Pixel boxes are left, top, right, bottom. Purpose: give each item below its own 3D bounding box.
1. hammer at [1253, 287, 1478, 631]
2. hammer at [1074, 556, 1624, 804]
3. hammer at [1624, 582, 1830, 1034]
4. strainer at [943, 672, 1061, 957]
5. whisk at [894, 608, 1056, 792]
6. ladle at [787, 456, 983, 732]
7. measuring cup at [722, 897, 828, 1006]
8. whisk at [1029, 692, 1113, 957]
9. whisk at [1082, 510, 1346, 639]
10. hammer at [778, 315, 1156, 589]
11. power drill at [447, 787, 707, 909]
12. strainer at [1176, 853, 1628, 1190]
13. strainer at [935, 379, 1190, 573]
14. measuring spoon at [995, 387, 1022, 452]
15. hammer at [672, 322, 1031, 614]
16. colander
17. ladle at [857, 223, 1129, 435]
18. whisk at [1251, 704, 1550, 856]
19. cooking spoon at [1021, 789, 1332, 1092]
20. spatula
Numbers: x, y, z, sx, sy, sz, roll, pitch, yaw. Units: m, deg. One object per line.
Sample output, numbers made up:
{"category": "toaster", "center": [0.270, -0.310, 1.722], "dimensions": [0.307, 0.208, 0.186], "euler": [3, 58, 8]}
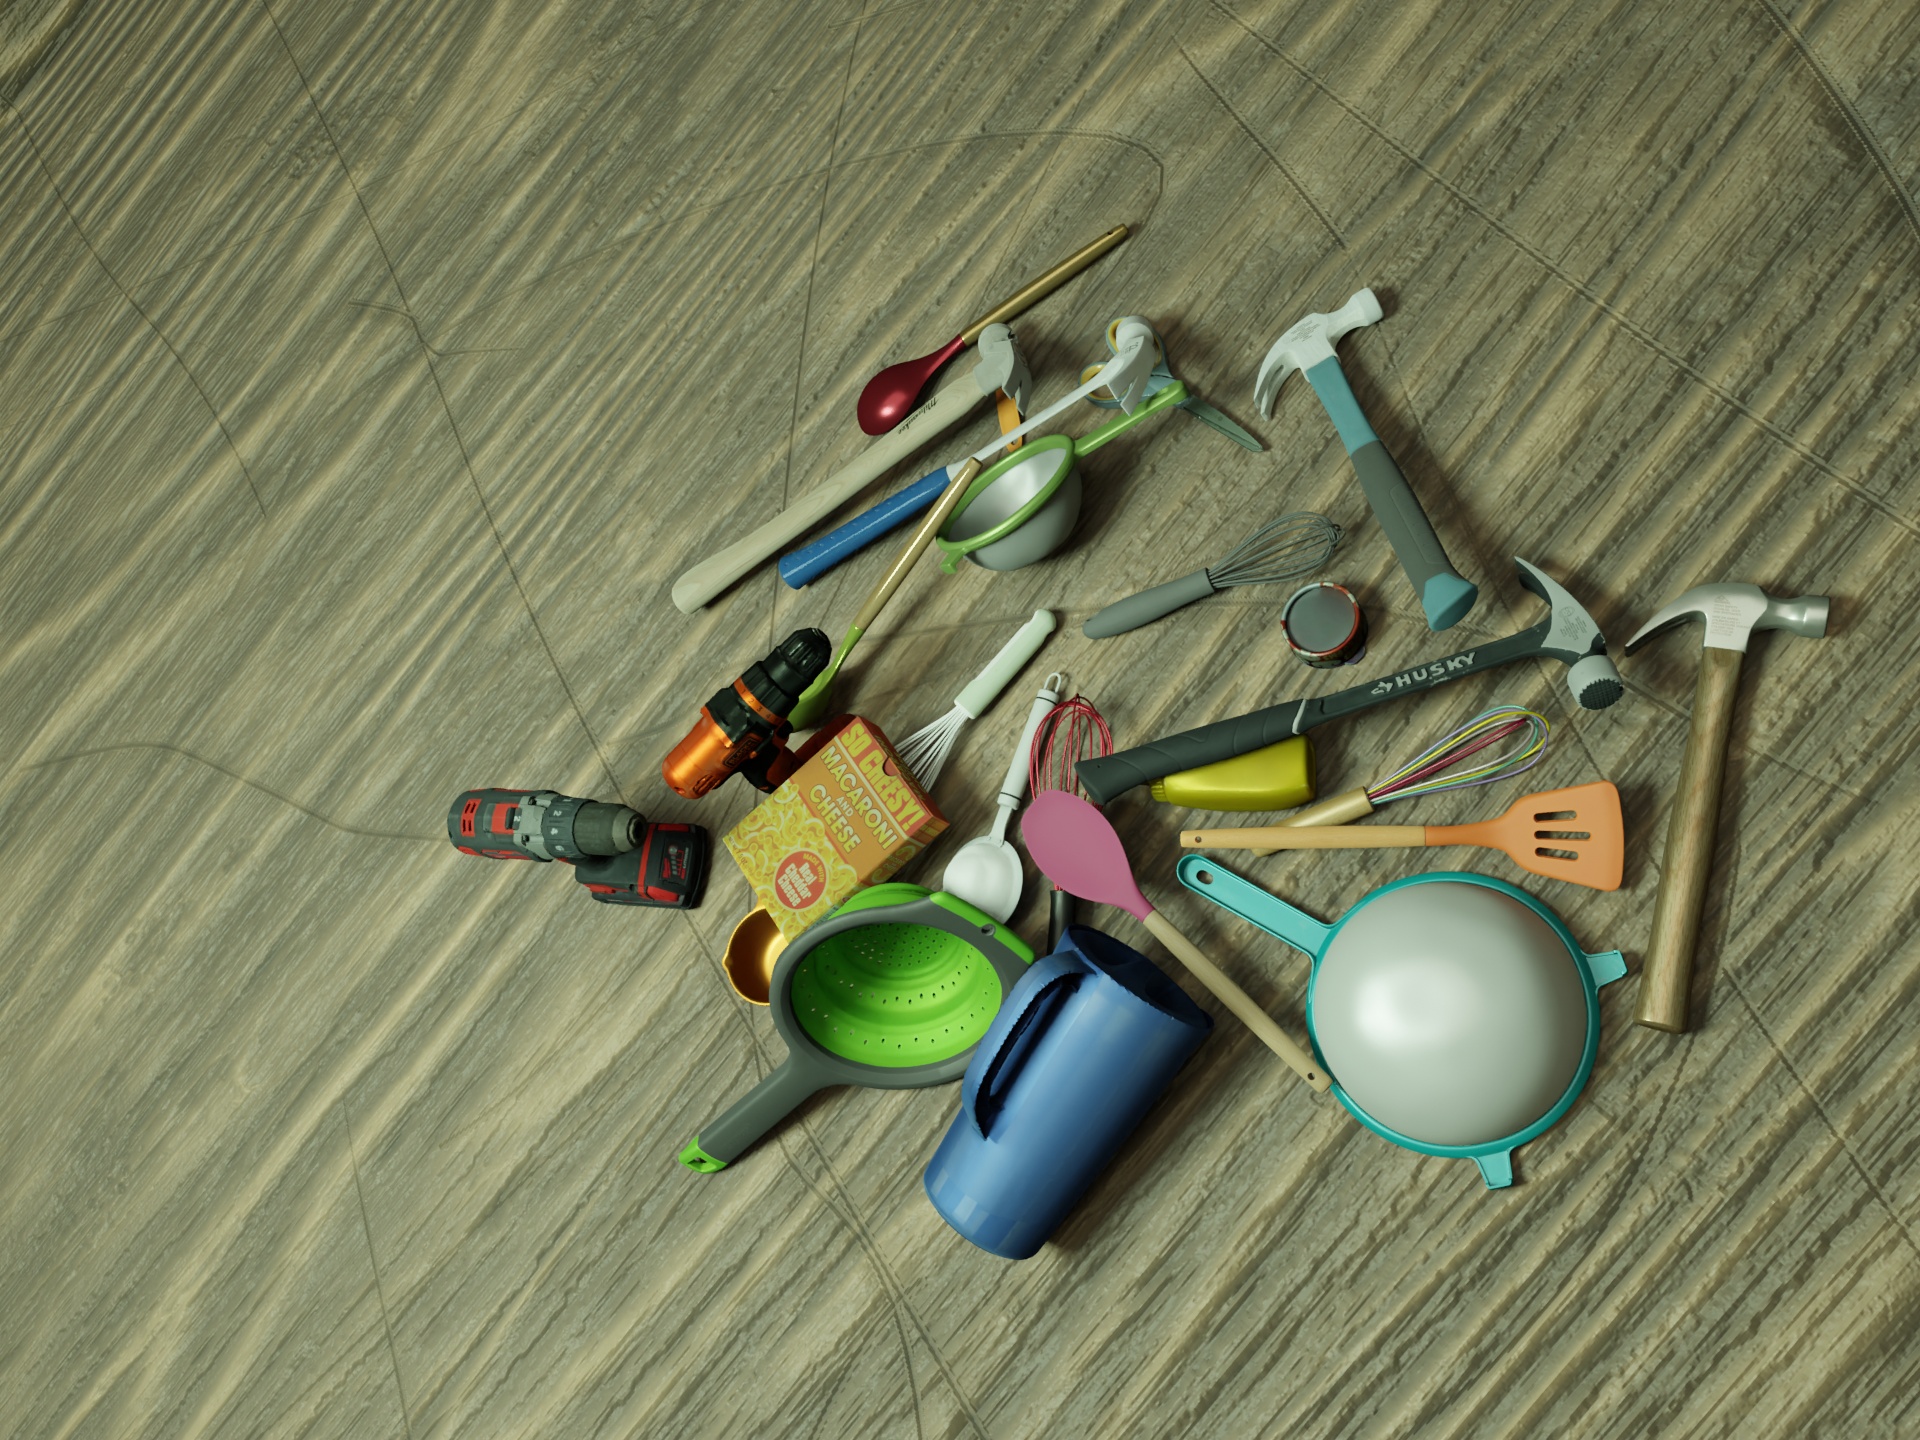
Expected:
{"category": "hammer", "center": [0.335, -0.209, 1.288], "dimensions": [0.128, 0.033, 0.331], "euler": [-28, 54, 16]}
{"category": "hammer", "center": [0.283, -0.014, 1.233], "dimensions": [0.409, 0.036, 0.149], "euler": [-18, 44, 14]}
{"category": "hammer", "center": [0.528, 0.058, 1.145], "dimensions": [0.130, 0.031, 0.331], "euler": [10, 79, 27]}
{"category": "strainer", "center": [0.037, 0.076, 1.367], "dimensions": [0.087, 0.050, 0.258], "euler": [11, 75, 42]}
{"category": "whisk", "center": [-0.002, -0.004, 1.406], "dimensions": [0.059, 0.058, 0.246], "euler": [42, 90, -6]}
{"category": "ladle", "center": [-0.086, -0.112, 1.425], "dimensions": [0.062, 0.078, 0.320], "euler": [33, 111, -12]}
{"category": "measuring cup", "center": [-0.160, 0.171, 1.421], "dimensions": [0.095, 0.052, 0.174], "euler": [-13, 67, 21]}
{"category": "whisk", "center": [0.087, 0.123, 1.318], "dimensions": [0.073, 0.073, 0.296], "euler": [0, 79, 25]}
{"category": "whisk", "center": [0.210, -0.116, 1.341], "dimensions": [0.239, 0.055, 0.055], "euler": [-22, 66, 22]}
{"category": "hammer", "center": [-0.001, -0.227, 1.441], "dimensions": [0.405, 0.035, 0.144], "euler": [-29, 25, 23]}
{"category": "power drill", "center": [-0.314, 0.110, 1.410], "dimensions": [0.188, 0.226, 0.080], "euler": [0, 75, 26]}
{"category": "strainer", "center": [0.297, 0.179, 1.178], "dimensions": [0.341, 0.095, 0.211], "euler": [29, 88, 28]}
{"category": "strainer", "center": [0.099, -0.205, 1.392], "dimensions": [0.256, 0.069, 0.152], "euler": [-30, 26, 19]}
{"category": "measuring spoon", "center": [0.045, -0.301, 1.497], "dimensions": [0.021, 0.011, 0.117], "euler": [-20, 70, 29]}
{"category": "hammer", "center": [-0.109, -0.217, 1.486], "dimensions": [0.410, 0.038, 0.146], "euler": [-33, 30, 17]}
{"category": "colander", "center": [-0.107, 0.252, 1.345], "dimensions": [0.397, 0.204, 0.095], "euler": [-42, 26, 25]}
{"category": "ladle", "center": [0.025, -0.376, 1.514], "dimensions": [0.315, 0.031, 0.069], "euler": [-33, 54, 12]}
{"category": "whisk", "center": [0.335, 0.048, 1.233], "dimensions": [0.245, 0.047, 0.051], "euler": [-26, 66, 20]}
{"category": "cooking spoon", "center": [0.165, 0.170, 1.238], "dimensions": [0.319, 0.017, 0.068], "euler": [44, 104, 22]}
{"category": "spatula", "center": [0.328, 0.088, 1.207], "dimensions": [0.322, 0.041, 0.081], "euler": [-2, 92, 16]}
